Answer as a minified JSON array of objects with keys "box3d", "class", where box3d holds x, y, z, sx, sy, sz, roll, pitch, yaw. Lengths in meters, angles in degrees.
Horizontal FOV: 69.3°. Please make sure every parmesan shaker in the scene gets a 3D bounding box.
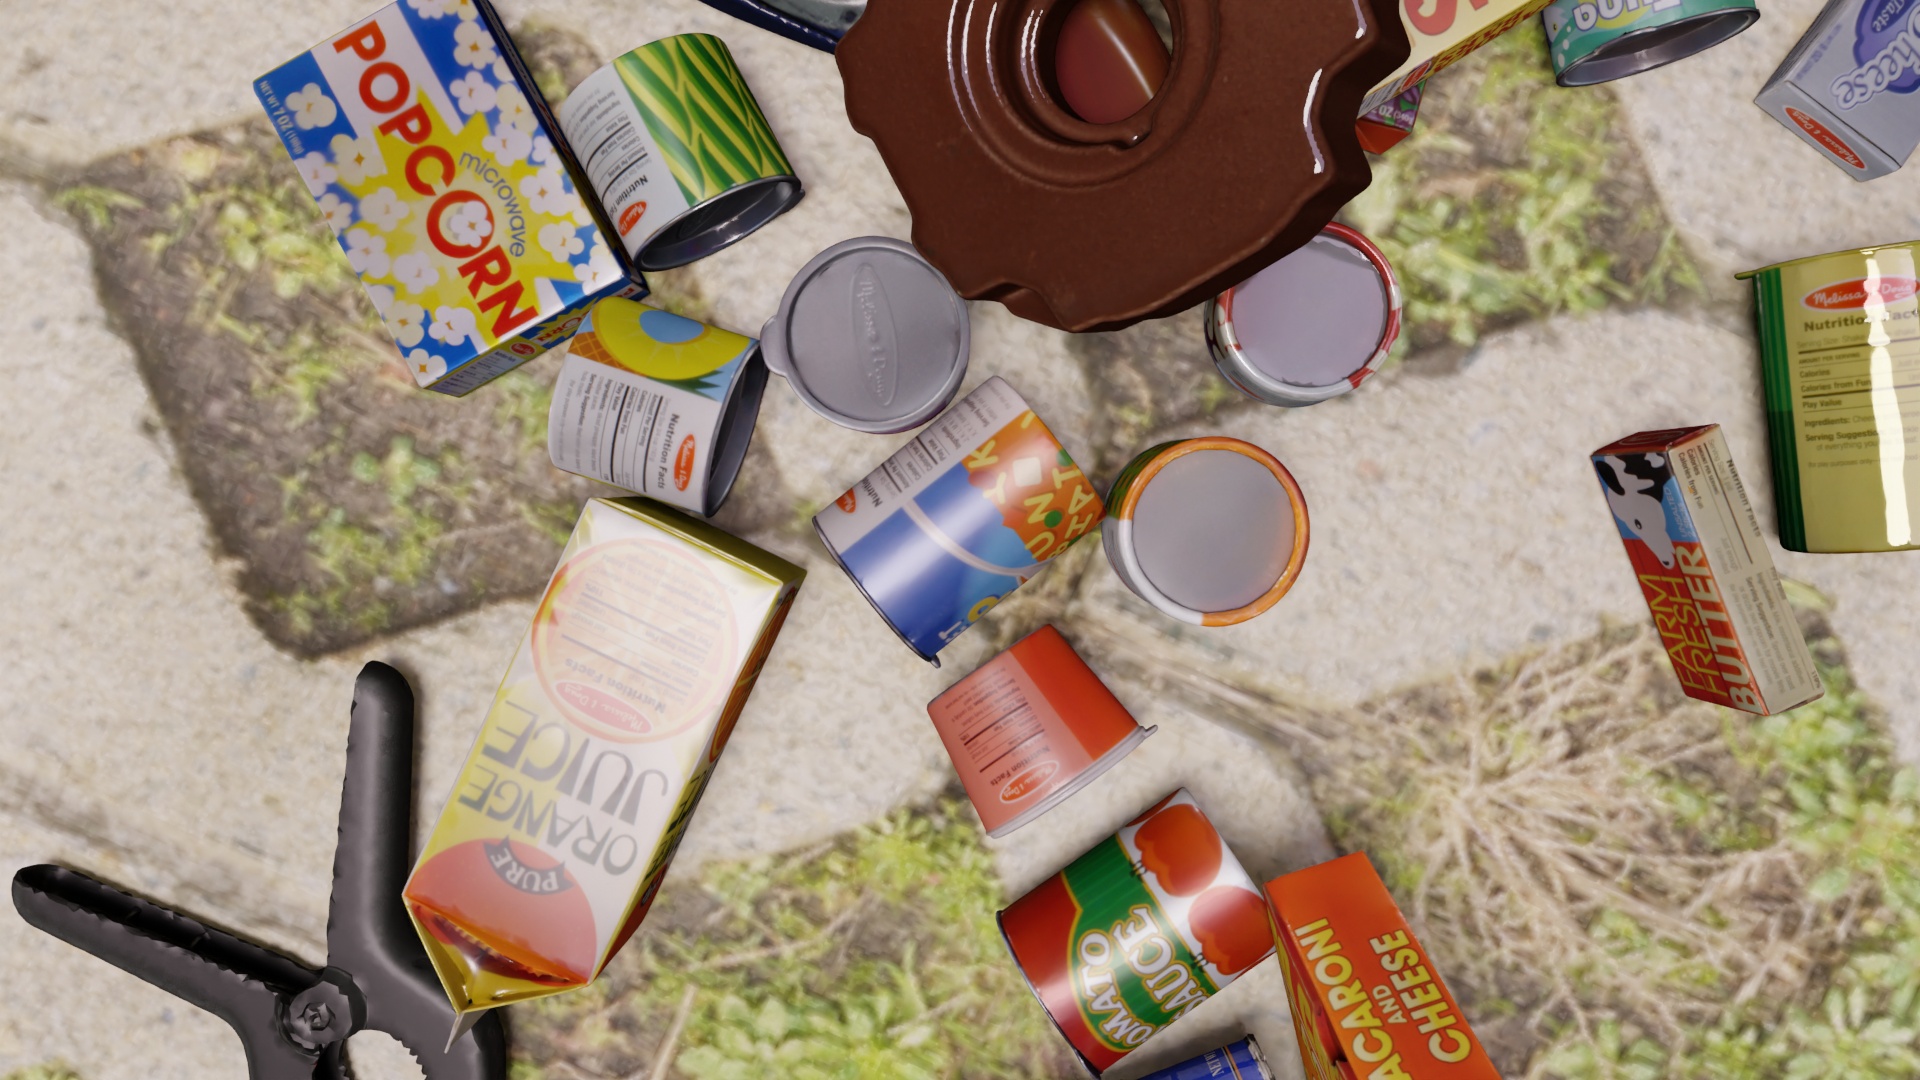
[{"box3d":[0.320,-0.050,0.494,0.071,0.071,0.103,-7,93,0],"class":"parmesan shaker"}]

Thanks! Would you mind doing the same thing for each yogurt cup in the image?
[{"box3d":[0.024,0.066,0.498,0.072,0.072,0.054,-34,83,1],"class":"yogurt cup"}]

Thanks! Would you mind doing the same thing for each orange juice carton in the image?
[{"box3d":[-0.130,0.084,0.494,0.073,0.072,0.192,25,91,0],"class":"orange juice carton"}]

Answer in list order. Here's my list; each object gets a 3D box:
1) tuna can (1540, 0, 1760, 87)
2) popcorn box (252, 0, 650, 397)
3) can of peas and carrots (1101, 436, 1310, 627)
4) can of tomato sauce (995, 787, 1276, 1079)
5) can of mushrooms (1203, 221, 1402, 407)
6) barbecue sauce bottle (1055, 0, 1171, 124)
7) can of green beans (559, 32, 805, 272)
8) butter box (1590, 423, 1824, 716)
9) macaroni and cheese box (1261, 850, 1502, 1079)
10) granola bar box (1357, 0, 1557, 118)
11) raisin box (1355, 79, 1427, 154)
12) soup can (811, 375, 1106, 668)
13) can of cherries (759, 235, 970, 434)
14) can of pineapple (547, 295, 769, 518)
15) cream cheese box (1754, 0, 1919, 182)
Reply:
[{"box3d":[0.239,-0.187,0.486,0.071,0.071,0.033,-13,90,1],"class":"tuna can"},{"box3d":[-0.183,-0.128,0.505,0.085,0.038,0.126,-29,91,1],"class":"popcorn box"},{"box3d":[0.088,-0.006,0.497,0.071,0.059,0.071,0,92,0],"class":"can of peas and carrots"},{"box3d":[0.066,0.139,0.496,0.083,0.071,0.071,-35,92,1],"class":"can of tomato sauce"},{"box3d":[0.125,-0.085,0.508,0.071,0.033,0.071,0,92,1],"class":"can of mushrooms"},{"box3d":[0.049,-0.160,0.496,0.064,0.044,0.148,-17,87,40],"class":"barbecue sauce bottle"},{"box3d":[-0.099,-0.136,0.491,0.071,0.071,0.058,-28,91,1],"class":"can of green beans"},{"box3d":[0.267,0.010,0.500,0.024,0.053,0.103,-23,92,-2],"class":"butter box"},{"box3d":[0.145,0.203,0.441,0.040,0.124,0.165,-18,118,1],"class":"macaroni and cheese box"},{"box3d":[0.116,-0.227,0.461,0.124,0.039,0.165,-30,87,5],"class":"granola bar box"},{"box3d":[0.135,-0.214,0.501,0.086,0.040,0.123,17,91,1],"class":"raisin box"},{"box3d":[0.002,-0.006,0.495,0.084,0.071,0.071,-38,91,1],"class":"soup can"},{"box3d":[-0.032,-0.071,0.496,0.071,0.058,0.071,0,93,0],"class":"can of cherries"},{"box3d":[-0.106,-0.048,0.495,0.058,0.071,0.071,18,92,0],"class":"can of pineapple"},{"box3d":[0.347,-0.190,0.508,0.053,0.024,0.104,37,91,-1],"class":"cream cheese box"}]
